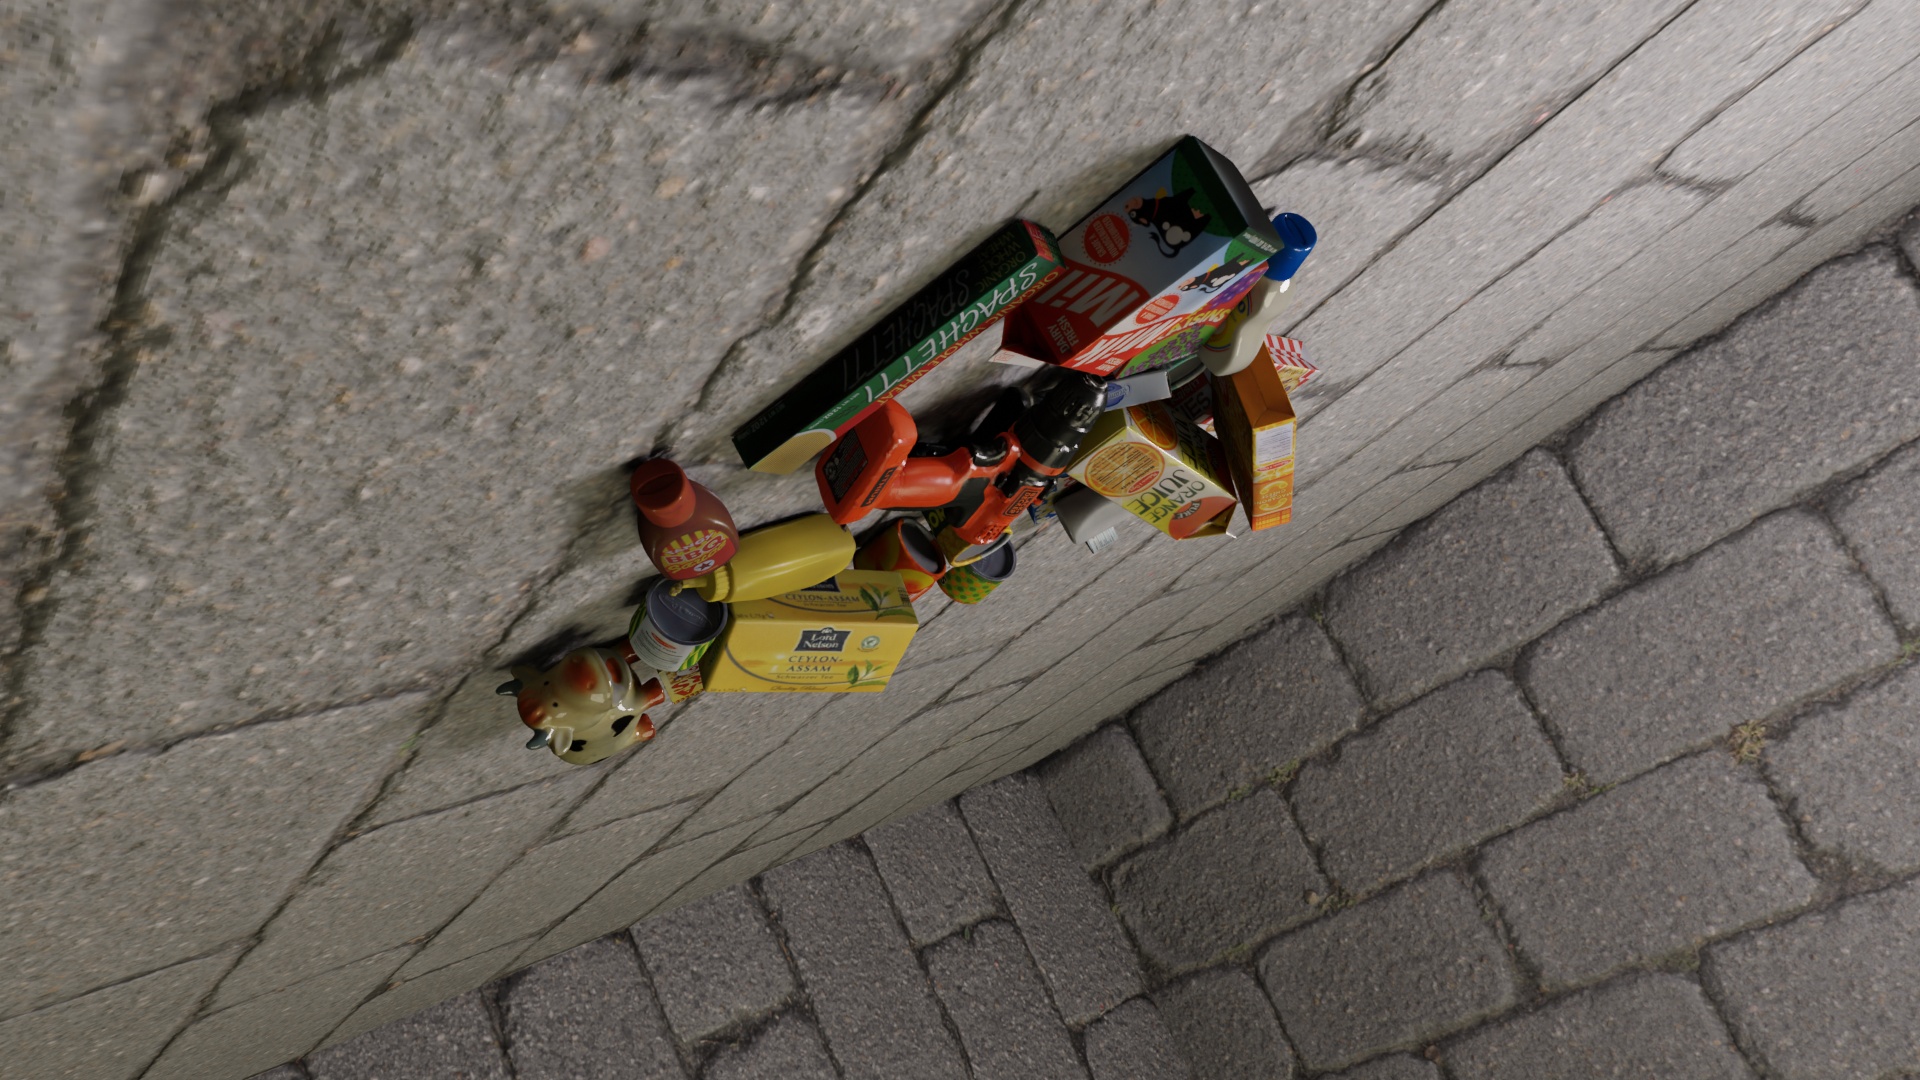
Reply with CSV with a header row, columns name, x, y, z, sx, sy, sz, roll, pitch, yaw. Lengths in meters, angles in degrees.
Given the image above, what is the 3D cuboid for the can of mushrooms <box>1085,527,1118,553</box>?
name,x,y,z,sx,sy,sz,roll,pitch,yaw
can of mushrooms,0.137,-0.023,1.472,0.033,0.071,0.071,-30,165,3

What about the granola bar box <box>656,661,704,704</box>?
name,x,y,z,sx,sy,sz,roll,pitch,yaw
granola bar box,-0.204,0.087,1.289,0.166,0.039,0.123,-24,164,-13

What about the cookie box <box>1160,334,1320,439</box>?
name,x,y,z,sx,sy,sz,roll,pitch,yaw
cookie box,0.250,-0.134,1.343,0.167,0.040,0.123,-36,163,30

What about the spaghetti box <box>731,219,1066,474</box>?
name,x,y,z,sx,sy,sz,roll,pitch,yaw
spaghetti box,-0.042,-0.120,0.900,0.249,0.029,0.050,-34,165,22

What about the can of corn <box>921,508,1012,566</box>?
name,x,y,z,sx,sy,sz,roll,pitch,yaw
can of corn,0.005,-0.016,1.271,0.071,0.058,0.071,-26,165,-8

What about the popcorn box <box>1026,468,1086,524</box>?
name,x,y,z,sx,sy,sz,roll,pitch,yaw
popcorn box,0.098,-0.064,1.316,0.085,0.038,0.126,-26,165,-1

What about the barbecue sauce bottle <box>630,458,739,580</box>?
name,x,y,z,sx,sy,sz,roll,pitch,yaw
barbecue sauce bottle,-0.194,-0.015,0.957,0.065,0.044,0.148,-24,164,-7

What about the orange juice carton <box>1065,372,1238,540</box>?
name,x,y,z,sx,sy,sz,roll,pitch,yaw
orange juice carton,0.177,-0.065,1.220,0.192,0.072,0.072,28,130,-35

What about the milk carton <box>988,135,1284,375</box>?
name,x,y,z,sx,sy,sz,roll,pitch,yaw
milk carton,0.105,-0.169,0.907,0.190,0.073,0.072,-35,163,26

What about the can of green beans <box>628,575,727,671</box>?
name,x,y,z,sx,sy,sz,roll,pitch,yaw
can of green beans,-0.228,0.065,1.120,0.071,0.071,0.057,-17,162,-35

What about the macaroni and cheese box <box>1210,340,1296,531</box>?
name,x,y,z,sx,sy,sz,roll,pitch,yaw
macaroni and cheese box,0.252,-0.102,1.202,0.040,0.124,0.165,-15,148,3

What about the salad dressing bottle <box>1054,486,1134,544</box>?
name,x,y,z,sx,sy,sz,roll,pitch,yaw
salad dressing bottle,0.162,-0.049,1.314,0.148,0.044,0.064,-28,159,-2

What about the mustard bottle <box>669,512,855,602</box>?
name,x,y,z,sx,sy,sz,roll,pitch,yaw
mustard bottle,-0.162,0.018,1.113,0.161,0.049,0.065,-15,157,-38

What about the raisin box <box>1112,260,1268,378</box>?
name,x,y,z,sx,sy,sz,roll,pitch,yaw
raisin box,0.165,-0.178,1.050,0.086,0.040,0.123,-20,164,-24

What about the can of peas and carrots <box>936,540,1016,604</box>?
name,x,y,z,sx,sy,sz,roll,pitch,yaw
can of peas and carrots,0.012,0.023,1.405,0.071,0.071,0.058,-15,161,-40

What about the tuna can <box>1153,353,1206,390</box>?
name,x,y,z,sx,sy,sz,roll,pitch,yaw
tuna can,0.177,-0.152,1.167,0.071,0.033,0.071,-26,165,-7

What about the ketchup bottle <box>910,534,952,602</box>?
name,x,y,z,sx,sy,sz,roll,pitch,yaw
ketchup bottle,-0.060,0.043,1.384,0.148,0.043,0.065,-37,164,30

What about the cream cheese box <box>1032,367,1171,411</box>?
name,x,y,z,sx,sy,sz,roll,pitch,yaw
cream cheese box,0.112,-0.117,1.114,0.104,0.024,0.053,-13,-169,-5

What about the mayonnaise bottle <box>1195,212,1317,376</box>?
name,x,y,z,sx,sy,sz,roll,pitch,yaw
mayonnaise bottle,0.225,-0.192,1.072,0.041,0.065,0.147,-16,158,-24

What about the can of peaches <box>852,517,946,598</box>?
name,x,y,z,sx,sy,sz,roll,pitch,yaw
can of peaches,-0.055,0.022,1.272,0.058,0.071,0.071,-36,163,24
